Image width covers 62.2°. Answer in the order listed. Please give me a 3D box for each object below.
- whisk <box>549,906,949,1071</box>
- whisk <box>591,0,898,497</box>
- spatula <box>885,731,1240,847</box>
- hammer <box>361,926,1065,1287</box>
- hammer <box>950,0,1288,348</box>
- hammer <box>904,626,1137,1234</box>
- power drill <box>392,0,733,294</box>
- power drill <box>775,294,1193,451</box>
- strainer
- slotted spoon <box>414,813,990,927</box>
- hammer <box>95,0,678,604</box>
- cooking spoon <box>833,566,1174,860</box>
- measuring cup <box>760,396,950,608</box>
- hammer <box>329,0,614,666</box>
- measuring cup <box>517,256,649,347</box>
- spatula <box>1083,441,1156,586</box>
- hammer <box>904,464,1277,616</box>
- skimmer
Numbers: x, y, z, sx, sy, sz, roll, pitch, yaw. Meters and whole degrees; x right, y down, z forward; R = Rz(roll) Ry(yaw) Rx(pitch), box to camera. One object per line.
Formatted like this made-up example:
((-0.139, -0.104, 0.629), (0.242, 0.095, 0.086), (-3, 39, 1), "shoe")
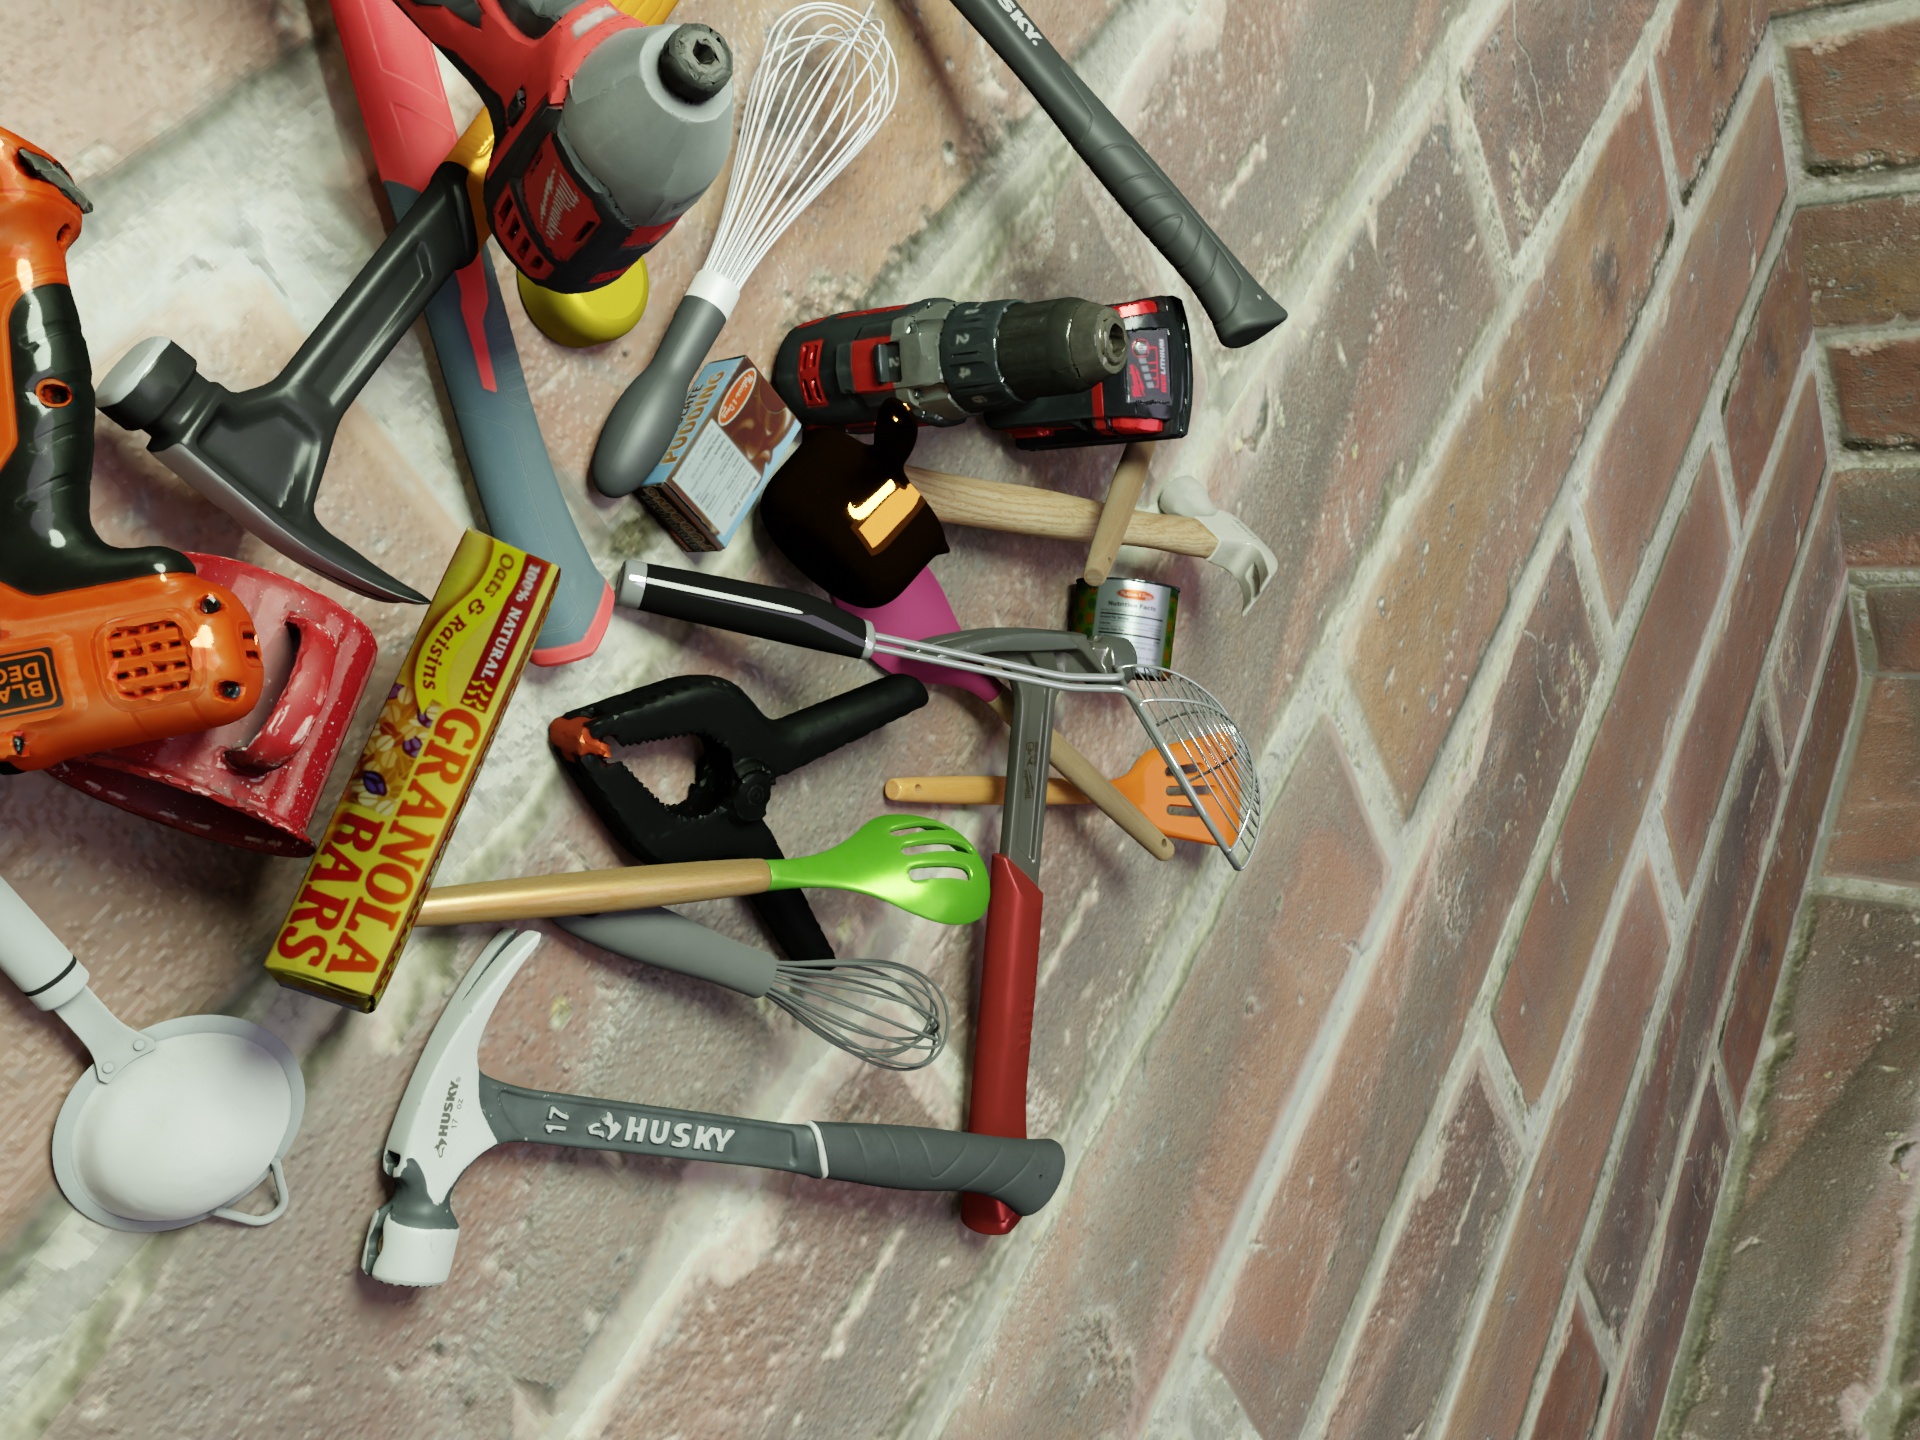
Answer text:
((-0.097, 0.121, 0.776), (0.238, 0.055, 0.055), (27, 72, -35), "whisk")
((-0.104, -0.226, 0.754), (0.070, 0.070, 0.285), (40, 69, -44), "whisk")
((0.074, 0.043, 0.997), (0.322, 0.041, 0.081), (3, 83, -49), "spatula")
((-0.088, 0.207, 0.793), (0.408, 0.036, 0.149), (21, 75, -43), "hammer")
((0.057, -0.331, 0.840), (0.334, 0.035, 0.146), (46, 49, -11), "hammer")
((0.023, 0.126, 0.920), (0.149, 0.037, 0.359), (-2, 102, -37), "hammer")
((-0.160, -0.256, 0.518), (0.078, 0.143, 0.219), (-44, 107, -28), "power drill")
((0.041, -0.184, 0.828), (0.226, 0.188, 0.080), (-14, 103, -53), "power drill")
((-0.307, 0.098, 0.548), (0.087, 0.050, 0.258), (-40, 120, -24), "strainer")
((-0.113, 0.075, 0.732), (0.313, 0.070, 0.031), (-2, 137, -35), "slotted spoon")
((-0.177, -0.207, 0.618), (0.127, 0.034, 0.337), (46, 62, -39), "hammer")
((0.035, -0.003, 0.936), (0.318, 0.017, 0.069), (42, 62, -34), "cooking spoon")
((-0.051, -0.103, 0.749), (0.095, 0.173, 0.052), (40, 77, -1), "measuring cup")
((-0.220, -0.201, 0.625), (0.143, 0.038, 0.386), (-30, 116, -43), "hammer")
((-0.151, -0.241, 0.708), (0.062, 0.029, 0.156), (24, 77, -49), "measuring cup")
((0.110, -0.171, 0.970), (0.059, 0.018, 0.316), (64, 29, -29), "spatula")
((0.072, -0.118, 0.947), (0.331, 0.130, 0.031), (2, 127, -43), "hammer")
((-0.001, -0.003, 0.806), (0.363, 0.127, 0.090), (12, 117, -21), "skimmer")
